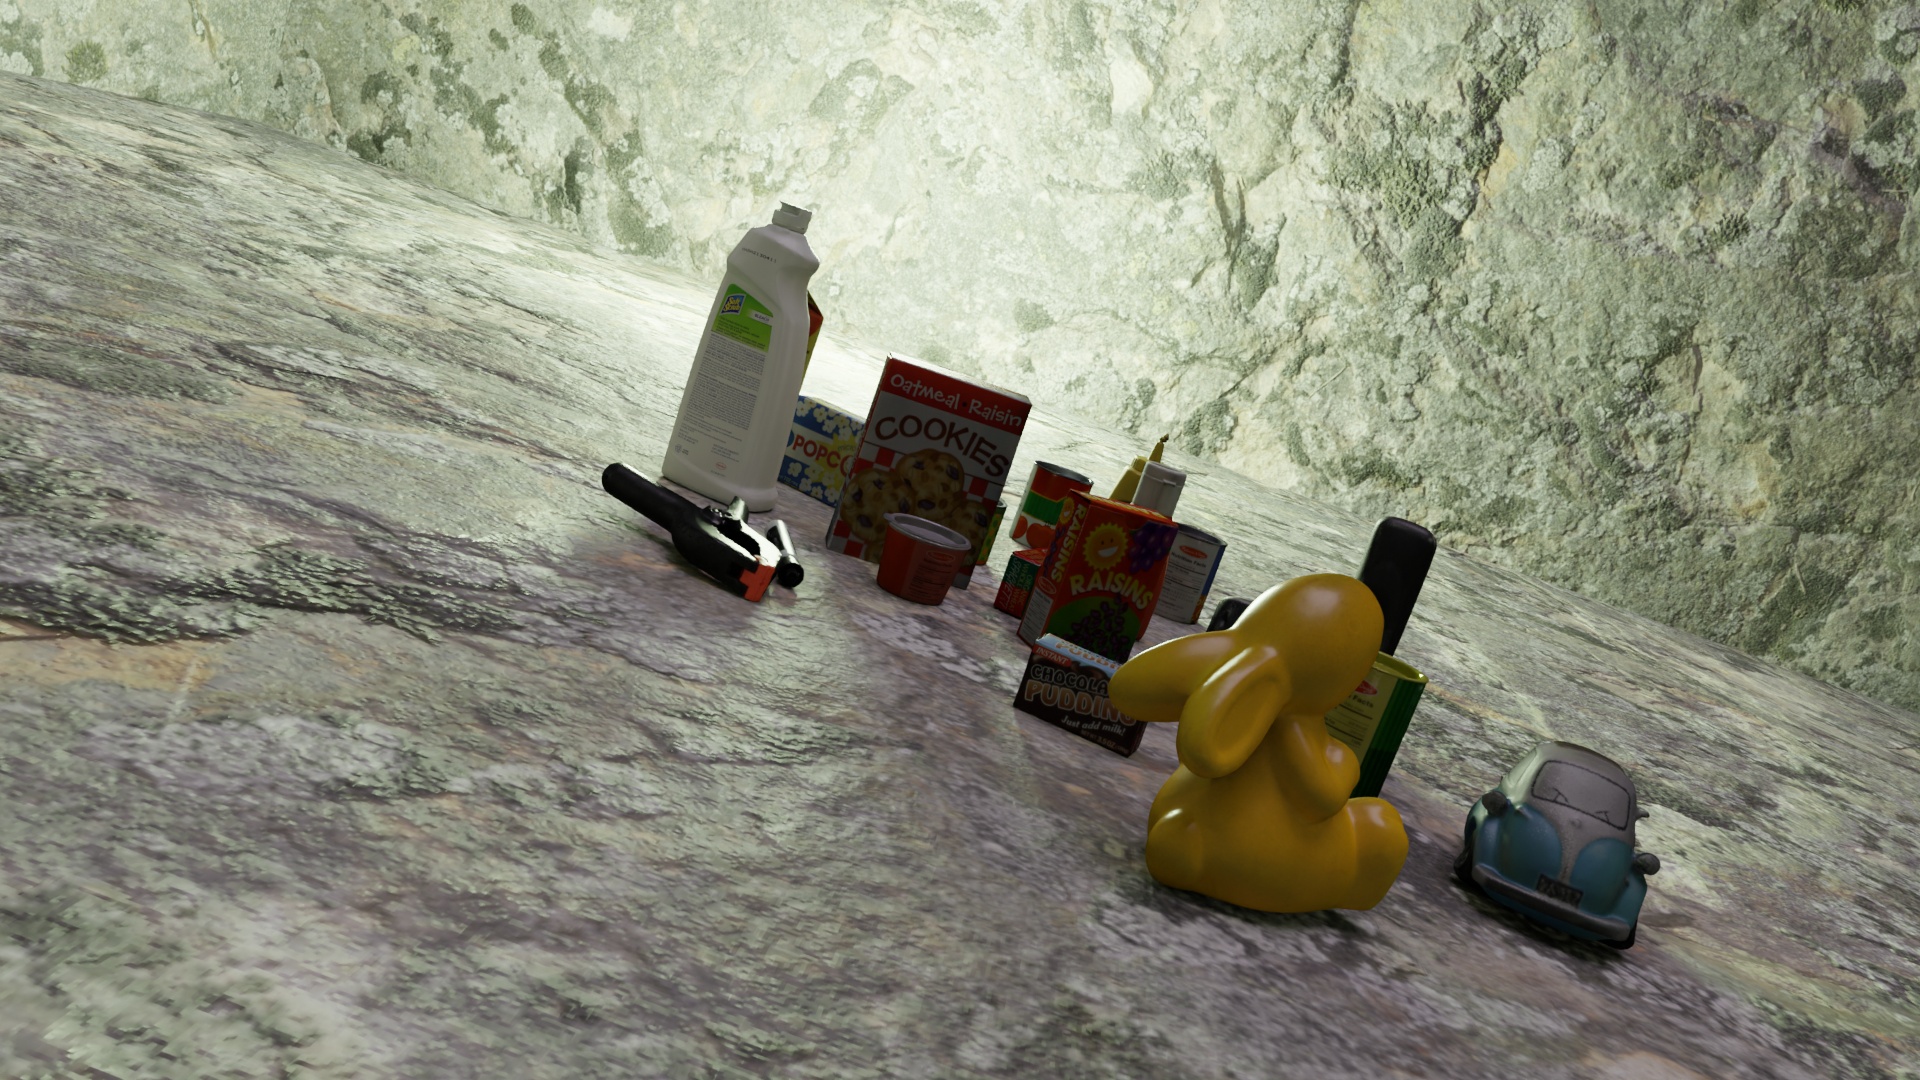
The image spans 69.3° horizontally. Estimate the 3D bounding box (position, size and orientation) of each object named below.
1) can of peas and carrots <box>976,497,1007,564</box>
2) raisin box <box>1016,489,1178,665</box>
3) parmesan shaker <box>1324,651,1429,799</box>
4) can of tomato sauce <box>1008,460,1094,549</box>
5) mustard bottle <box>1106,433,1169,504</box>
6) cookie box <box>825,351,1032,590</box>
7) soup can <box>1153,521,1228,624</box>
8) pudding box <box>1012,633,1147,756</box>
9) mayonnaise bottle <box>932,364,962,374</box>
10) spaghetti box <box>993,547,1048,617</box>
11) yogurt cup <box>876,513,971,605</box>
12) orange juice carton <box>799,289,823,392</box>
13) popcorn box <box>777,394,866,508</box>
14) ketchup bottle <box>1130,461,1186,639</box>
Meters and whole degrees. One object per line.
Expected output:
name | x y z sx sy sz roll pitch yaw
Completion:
can of peas and carrots | 0.005 -0.016 1.277 0.071 0.058 0.071 19 11 -4
raisin box | 0.105 0.030 1.064 0.086 0.123 0.040 14 12 -27
parmesan shaker | 0.258 0.125 0.927 0.071 0.103 0.071 19 11 -4
can of tomato sauce | 0.096 -0.033 1.443 0.071 0.083 0.071 19 11 -4
mustard bottle | 0.172 -0.032 1.373 0.065 0.160 0.049 22 11 10
cookie box | -0.027 -0.057 1.145 0.123 0.167 0.040 17 11 -11
soup can | 0.213 0.030 1.343 0.071 0.083 0.071 19 11 -4
pudding box | 0.082 0.098 0.895 0.084 0.049 0.030 23 11 15
mayonnaise bottle | -0.035 -0.097 1.367 0.065 0.147 0.041 24 12 20
spaghetti box | 0.099 0.032 1.230 0.029 0.050 0.250 24 12 24
yogurt cup | -0.032 0.016 1.082 0.072 0.053 0.072 19 11 -4
orange juice carton | -0.196 -0.196 1.448 0.073 0.192 0.072 16 11 -17
popcorn box | -0.108 -0.075 1.302 0.127 0.085 0.038 25 12 27
ketchup bottle | 0.150 0.007 1.181 0.065 0.148 0.043 17 11 -12
